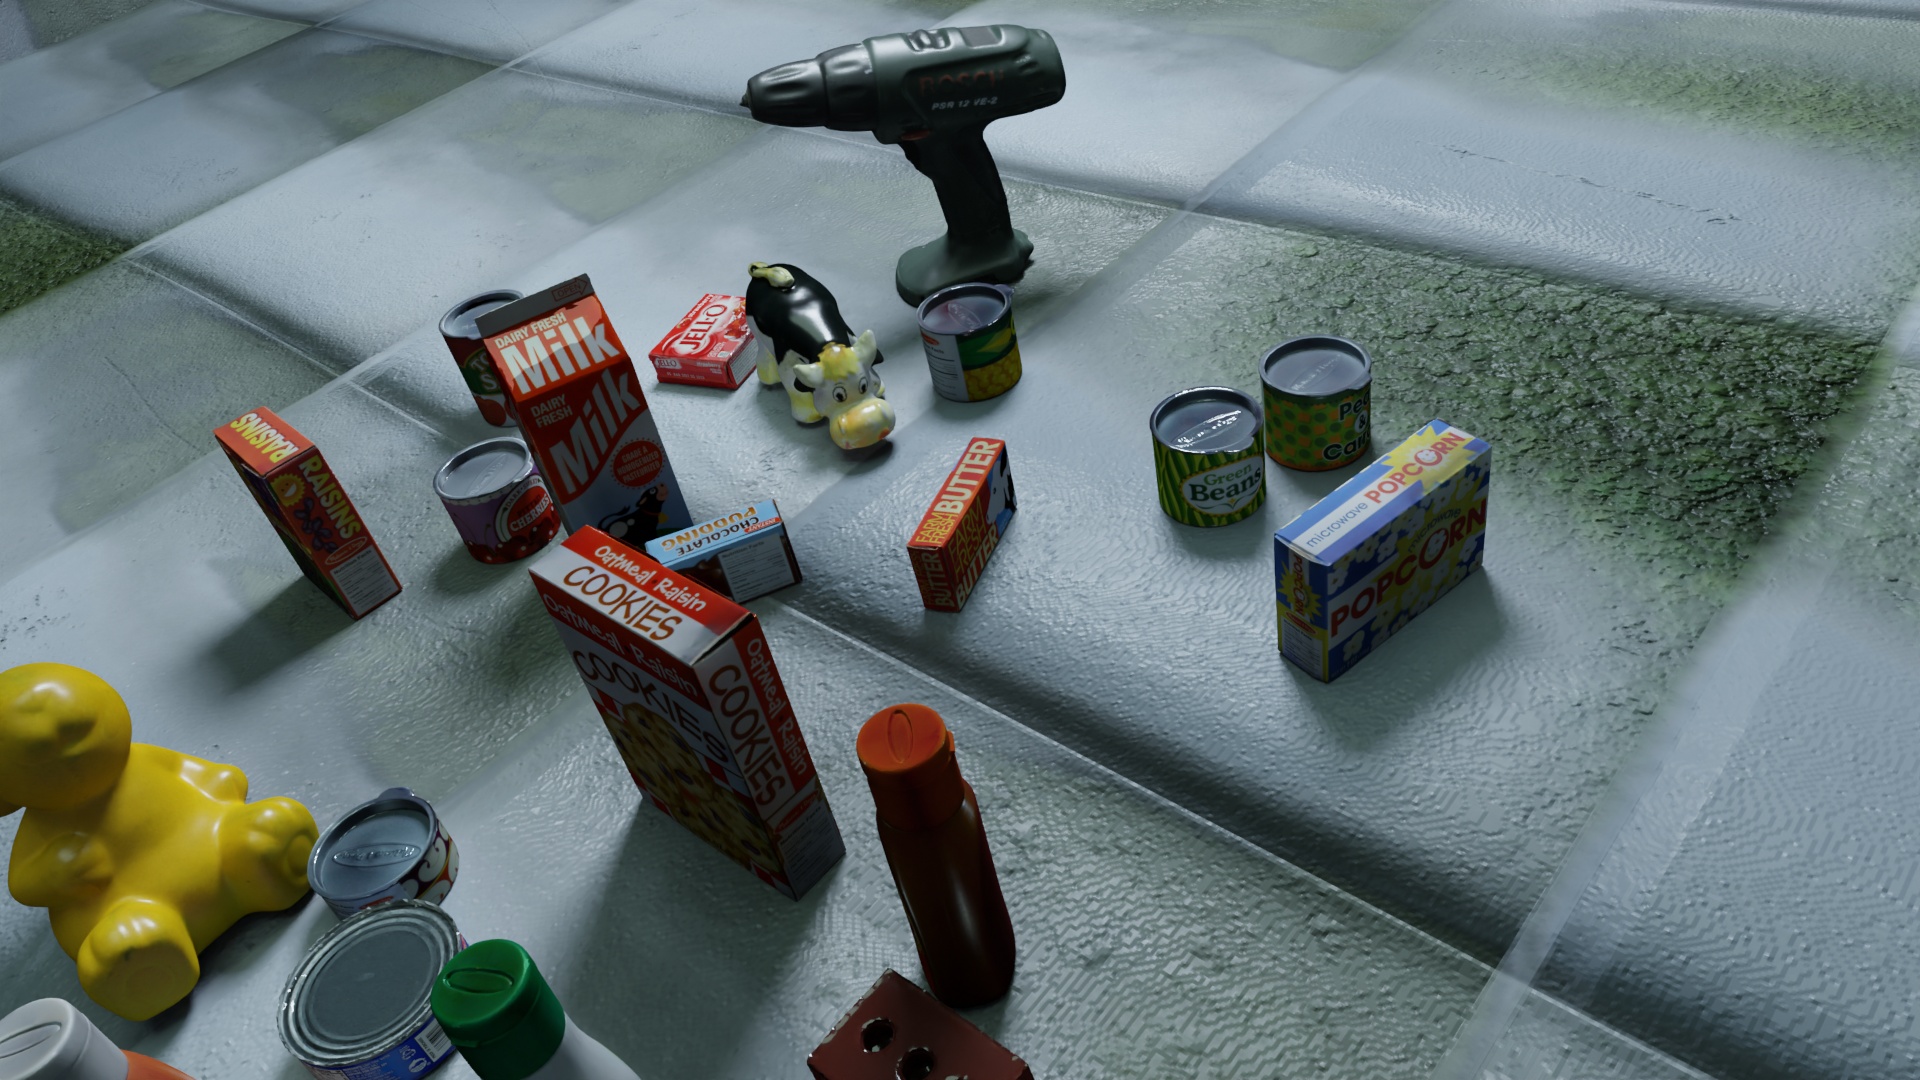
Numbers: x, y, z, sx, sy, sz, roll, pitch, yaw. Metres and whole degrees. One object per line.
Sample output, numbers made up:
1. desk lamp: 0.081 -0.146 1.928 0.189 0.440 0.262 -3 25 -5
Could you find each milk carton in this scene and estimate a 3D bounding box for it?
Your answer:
1. milk carton: -0.229 -0.069 0.853 0.072 0.189 0.073 -28 41 -17

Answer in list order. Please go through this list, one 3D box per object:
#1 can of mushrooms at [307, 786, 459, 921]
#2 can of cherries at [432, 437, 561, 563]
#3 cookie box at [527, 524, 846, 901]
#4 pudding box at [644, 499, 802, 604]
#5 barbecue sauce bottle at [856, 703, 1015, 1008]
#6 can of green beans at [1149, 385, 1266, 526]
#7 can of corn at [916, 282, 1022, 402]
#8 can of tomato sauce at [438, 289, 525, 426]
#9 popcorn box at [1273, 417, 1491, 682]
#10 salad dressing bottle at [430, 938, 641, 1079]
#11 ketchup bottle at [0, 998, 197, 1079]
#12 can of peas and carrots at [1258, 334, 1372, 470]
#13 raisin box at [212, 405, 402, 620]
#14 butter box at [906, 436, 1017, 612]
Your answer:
1. can of mushrooms: -0.295 0.165 0.715 0.071 0.033 0.071 -8 39 7
2. can of cherries: -0.306 -0.026 0.927 0.071 0.058 0.072 -8 39 7
3. cookie box: -0.127 0.082 0.662 0.123 0.166 0.040 23 51 36
4. pudding box: -0.143 0.013 0.841 0.084 0.049 0.030 -21 40 -9
5. barbecue sauce bottle: -0.009 0.131 0.585 0.044 0.147 0.065 -12 39 2
6. can of green beans: 0.148 -0.050 0.829 0.071 0.057 0.071 -8 39 7
7. can of corn: 0.009 -0.140 0.975 0.071 0.058 0.071 -8 39 7
8. can of tomato sauce: -0.345 -0.137 1.051 0.071 0.082 0.071 -8 39 7
9. popcorn box: 0.219 0.005 0.722 0.127 0.084 0.038 -32 43 -22
10. salad dressing bottle: -0.155 0.210 0.532 0.064 0.147 0.044 0 41 17
11. ketchup bottle: -0.326 0.236 0.548 0.065 0.148 0.044 -21 40 -10
12. can of peas and carrots: 0.219 -0.084 0.849 0.071 0.058 0.071 -8 39 7
13. raisin box: -0.422 -0.018 0.899 0.040 0.122 0.086 -38 45 -27
14. butter box: 0.003 -0.010 0.826 0.024 0.052 0.104 7 43 24
